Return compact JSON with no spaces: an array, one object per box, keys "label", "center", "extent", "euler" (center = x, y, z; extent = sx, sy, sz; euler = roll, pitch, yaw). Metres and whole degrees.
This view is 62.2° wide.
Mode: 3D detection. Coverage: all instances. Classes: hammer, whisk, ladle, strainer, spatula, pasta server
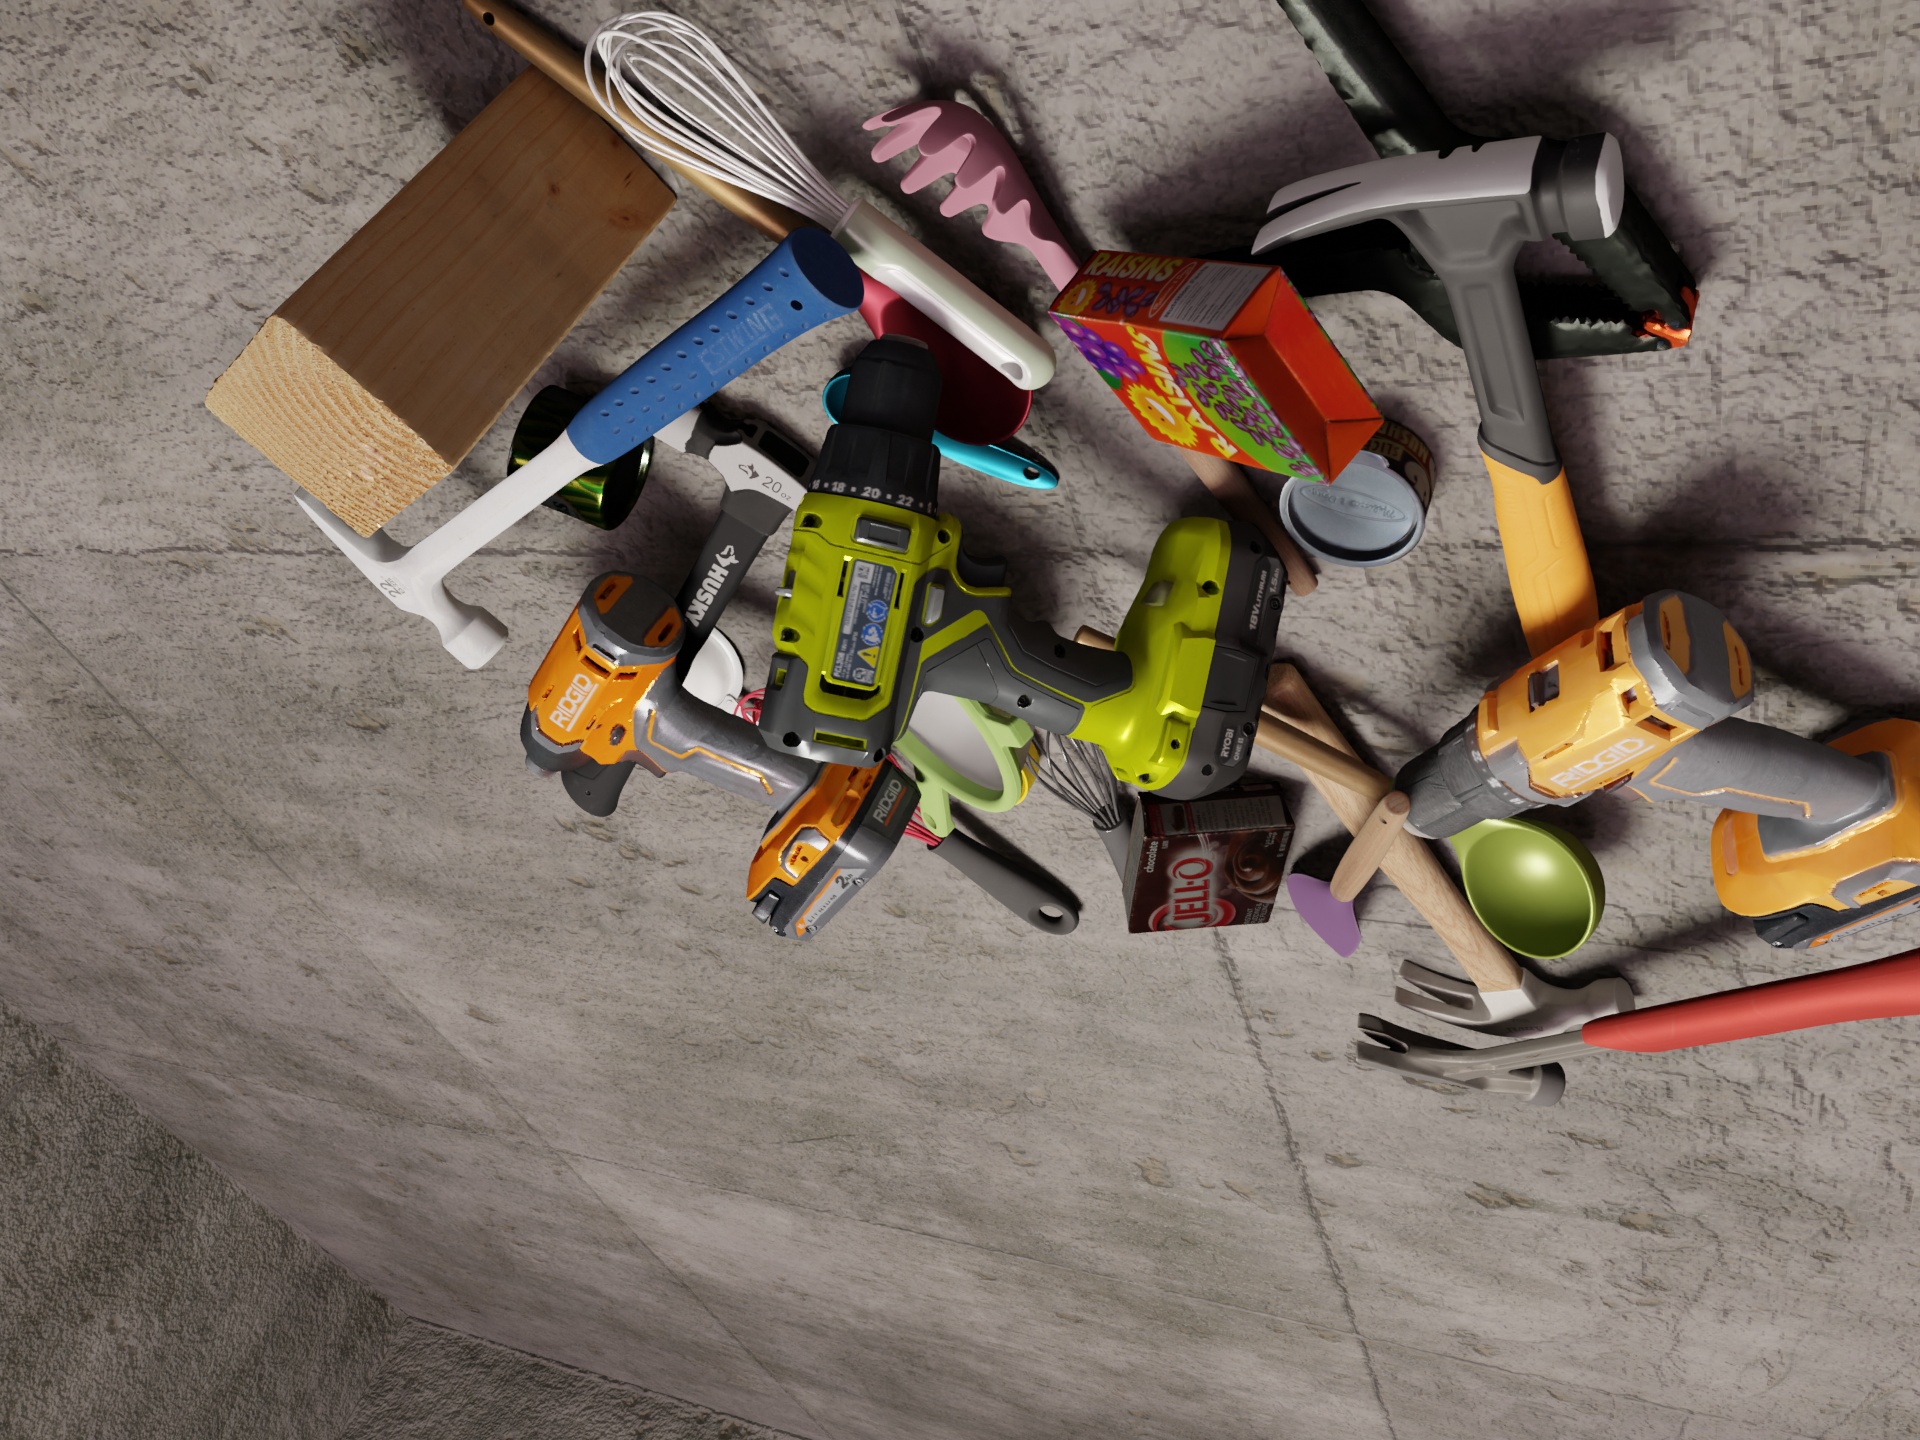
[{"label":"hammer","center":[-0.167,-0.043,0.965],"extent":[0.146,0.035,0.334],"euler":[30,132,-9]},{"label":"whisk","center":[-0.029,0.067,1.058],"extent":[0.295,0.073,0.073],"euler":[36,143,-24]},{"label":"whisk","center":[-0.057,-0.225,0.704],"extent":[0.246,0.059,0.058],"euler":[35,160,-11]},{"label":"ladle","center":[0.199,0.034,0.837],"extent":[0.320,0.062,0.078],"euler":[26,141,-9]},{"label":"hammer","center":[0.262,0.086,0.931],"extent":[0.130,0.031,0.331],"euler":[-17,127,42]},{"label":"strainer","center":[-0.135,0.006,1.063],"extent":[0.258,0.050,0.087],"euler":[36,129,-20]},{"label":"strainer","center":[-0.001,-0.003,0.920],"extent":[0.152,0.069,0.256],"euler":[41,162,19]},{"label":"spatula","center":[0.213,0.086,0.878],"extent":[0.060,0.018,0.315],"euler":[47,172,17]},{"label":"whisk","center":[0.092,0.064,0.994],"extent":[0.055,0.055,0.238],"euler":[0,141,31]},{"label":"hammer","center":[-0.201,-0.140,0.809],"extent":[0.405,0.035,0.144],"euler":[-22,122,42]},{"label":"hammer","center":[0.233,-0.098,0.674],"extent":[0.127,0.034,0.336],"euler":[4,148,33]},{"label":"hammer","center":[0.380,0.163,0.863],"extent":[0.149,0.037,0.359],"euler":[17,155,-19]},{"label":"ladle","center":[-0.095,-0.237,0.741],"extent":[0.315,0.031,0.069],"euler":[35,127,-10]},{"label":"pasta server","center":[0.074,-0.160,0.728],"extent":[0.316,0.040,0.060],"euler":[46,173,-29]}]

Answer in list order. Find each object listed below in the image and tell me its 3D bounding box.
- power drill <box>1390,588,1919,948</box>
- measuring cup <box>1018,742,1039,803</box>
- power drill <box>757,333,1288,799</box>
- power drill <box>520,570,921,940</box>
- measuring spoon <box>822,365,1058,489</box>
[{"label":"power drill","center":[0.334,0.035,0.745],"extent":[0.226,0.084,0.185],"euler":[21,146,-19]},{"label":"measuring cup","center":[-0.010,-0.012,0.985],"extent":[0.156,0.029,0.062],"euler":[48,141,-10]},{"label":"power drill","center":[0.030,-0.062,0.740],"extent":[0.228,0.190,0.080],"euler":[11,-179,-19]},{"label":"power drill","center":[-0.155,0.031,0.950],"extent":[0.226,0.084,0.164],"euler":[36,131,-8]},{"label":"measuring spoon","center":[-0.008,-0.150,0.813],"extent":[0.128,0.021,0.042],"euler":[21,144,-9]}]
